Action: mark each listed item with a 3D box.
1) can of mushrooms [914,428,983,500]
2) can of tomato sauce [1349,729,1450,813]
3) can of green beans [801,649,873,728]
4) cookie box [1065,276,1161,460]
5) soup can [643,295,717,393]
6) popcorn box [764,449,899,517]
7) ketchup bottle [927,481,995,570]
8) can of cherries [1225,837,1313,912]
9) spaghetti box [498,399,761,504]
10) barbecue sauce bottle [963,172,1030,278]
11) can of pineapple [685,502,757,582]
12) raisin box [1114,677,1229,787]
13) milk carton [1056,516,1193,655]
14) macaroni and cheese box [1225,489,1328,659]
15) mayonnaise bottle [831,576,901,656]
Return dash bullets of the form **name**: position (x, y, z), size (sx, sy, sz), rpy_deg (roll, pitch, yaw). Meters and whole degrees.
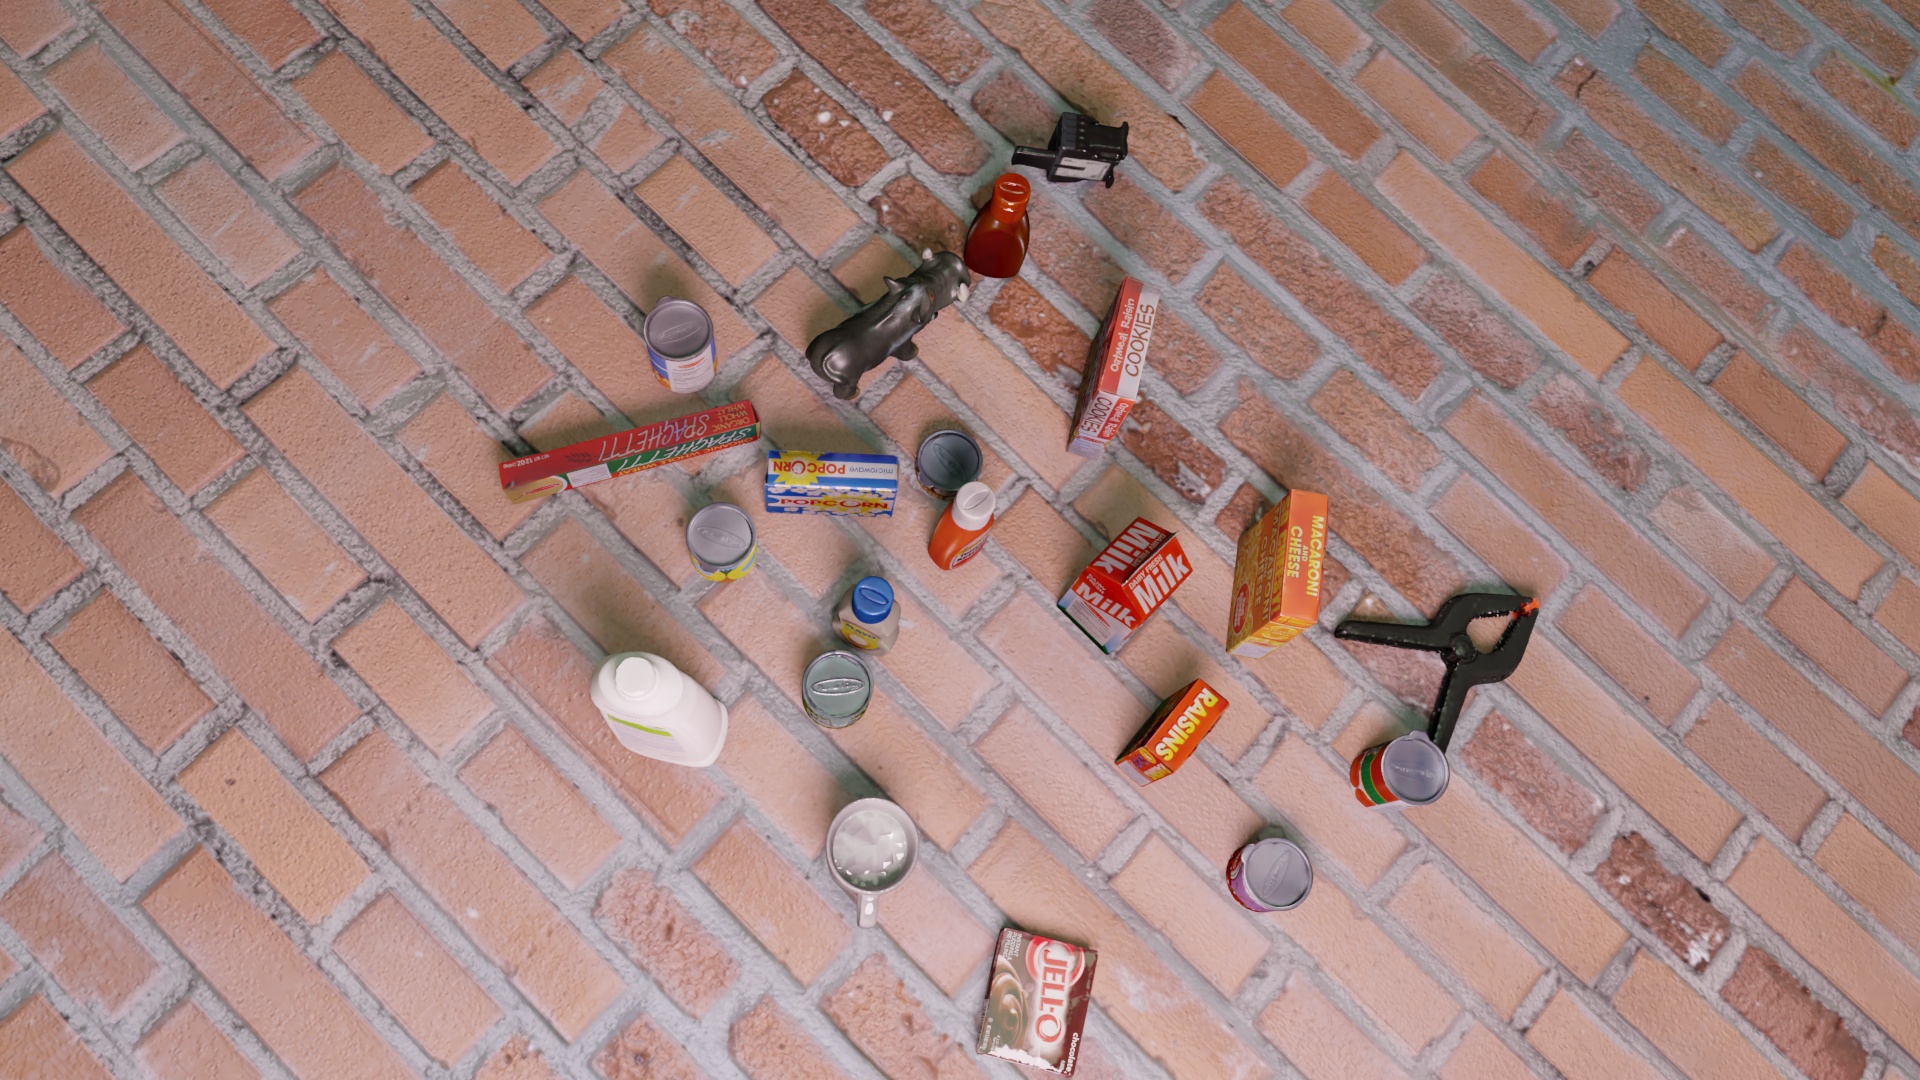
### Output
- **can of mushrooms**: position (-0.014, -0.074, 1.393), size (0.071, 0.033, 0.071), rpy_deg (2, 73, -6)
- **can of tomato sauce**: position (0.418, 0.223, 1.330), size (0.071, 0.083, 0.071), rpy_deg (2, 73, -6)
- **can of green beans**: position (-0.116, 0.141, 1.302), size (0.071, 0.057, 0.071), rpy_deg (2, 73, -6)
- **cookie box**: position (0.148, -0.166, 1.371), size (0.040, 0.167, 0.123), rpy_deg (15, 72, -2)
- **soup can**: position (-0.276, -0.193, 1.371), size (0.071, 0.083, 0.071), rpy_deg (2, 73, -6)
- **popcorn box**: position (-0.125, -0.054, 1.346), size (0.127, 0.085, 0.038), rpy_deg (2, 73, -6)
- **ketchup bottle**: position (0.005, -0.017, 1.318), size (0.065, 0.148, 0.043), rpy_deg (-38, 81, -16)
- **can of cherries**: position (0.286, 0.312, 1.300), size (0.071, 0.058, 0.071), rpy_deg (2, 73, -6)
- **spaghetti box**: position (-0.318, -0.087, 1.351), size (0.250, 0.050, 0.029), rpy_deg (-16, 76, -12)
- **barbecue sauce bottle**: position (0.042, -0.320, 1.415), size (0.065, 0.148, 0.044), rpy_deg (12, 73, -3)
- **can of pineapple**: position (-0.229, 0.004, 1.330), size (0.071, 0.057, 0.071), rpy_deg (2, 73, -6)
- **raisin box**: position (0.195, 0.181, 1.294), size (0.040, 0.123, 0.086), rpy_deg (41, 73, 6)
- **milk carton**: position (0.155, 0.040, 1.297), size (0.073, 0.190, 0.072), rpy_deg (45, 74, 7)
- **macaroni and cheese box**: position (0.302, 0.035, 1.329), size (0.040, 0.166, 0.124), rpy_deg (11, 73, -4)
- **mayonnaise bottle**: position (-0.085, 0.068, 1.281), size (0.065, 0.147, 0.041), rpy_deg (26, 72, 1)
